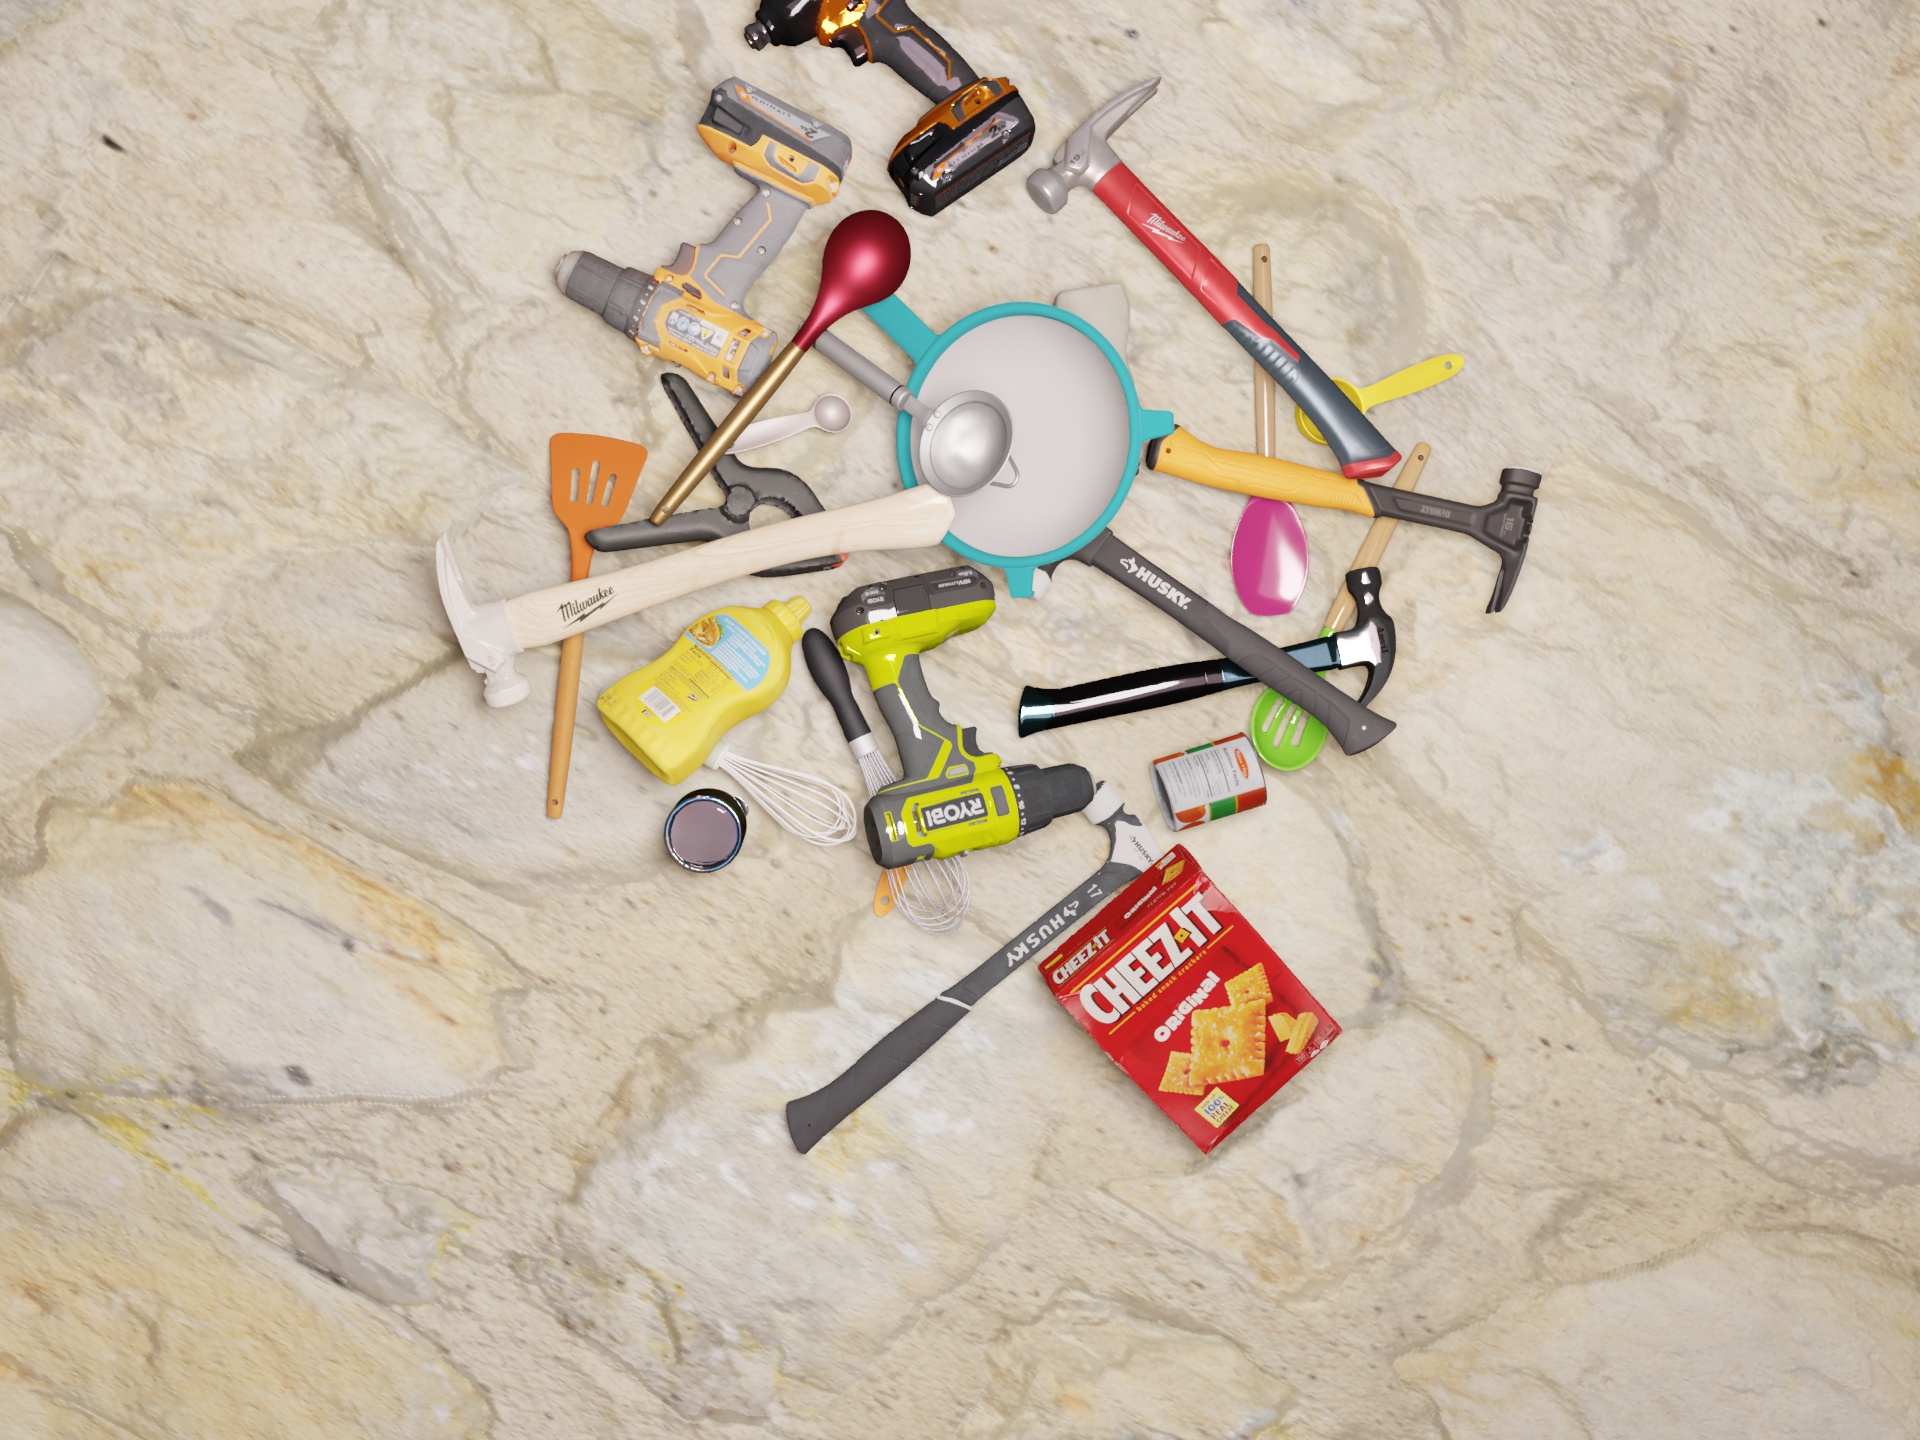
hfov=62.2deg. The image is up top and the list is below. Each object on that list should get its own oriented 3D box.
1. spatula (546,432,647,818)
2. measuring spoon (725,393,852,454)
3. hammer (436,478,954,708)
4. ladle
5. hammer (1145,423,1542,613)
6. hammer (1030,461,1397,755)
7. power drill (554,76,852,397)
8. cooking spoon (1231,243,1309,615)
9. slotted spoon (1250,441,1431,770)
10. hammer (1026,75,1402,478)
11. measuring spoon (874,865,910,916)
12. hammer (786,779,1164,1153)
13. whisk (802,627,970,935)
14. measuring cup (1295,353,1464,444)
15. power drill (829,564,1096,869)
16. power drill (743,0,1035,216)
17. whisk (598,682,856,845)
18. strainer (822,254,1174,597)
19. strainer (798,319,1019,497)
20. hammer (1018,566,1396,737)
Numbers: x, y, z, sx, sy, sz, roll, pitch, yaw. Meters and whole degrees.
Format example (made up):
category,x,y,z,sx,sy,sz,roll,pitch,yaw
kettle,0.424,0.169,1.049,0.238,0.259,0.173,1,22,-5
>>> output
category,x,y,z,sx,sy,sz,roll,pitch,yaw
spatula,-0.322,-0.078,1.334,0.081,0.041,0.322,7,97,-7
measuring spoon,-0.150,-0.243,1.329,0.124,0.018,0.034,-19,87,-17
hammer,-0.208,-0.132,1.274,0.410,0.038,0.146,-16,112,1
ladle,-0.148,-0.281,1.280,0.069,0.031,0.315,39,91,-14
hammer,0.322,-0.187,1.359,0.337,0.034,0.127,12,91,-3
hammer,0.217,-0.082,1.332,0.335,0.035,0.146,36,85,10
power drill,-0.208,-0.401,1.297,0.185,0.084,0.226,25,96,-6
cooking spoon,0.265,-0.250,1.378,0.068,0.017,0.319,-2,94,-3
slotted spoon,0.338,-0.101,1.390,0.070,0.031,0.314,26,89,-4
hammer,0.237,-0.359,1.331,0.143,0.038,0.386,-43,87,-3
measuring spoon,-0.049,0.115,1.378,0.021,0.011,0.117,22,95,2
hammer,0.014,0.235,1.378,0.409,0.036,0.149,-39,97,-1
whisk,-0.068,0.051,1.342,0.070,0.070,0.284,-26,87,-3
measuring cup,0.363,-0.285,1.382,0.156,0.029,0.062,-22,95,-6
power drill,-0.002,-0.004,1.308,0.190,0.080,0.228,-13,80,-15
power drill,-0.060,-0.534,1.302,0.164,0.084,0.226,-35,92,-2
whisk,-0.195,0.036,1.341,0.246,0.059,0.057,29,118,-2
strainer,0.017,-0.276,1.324,0.340,0.095,0.211,47,111,15
strainer,-0.040,-0.255,1.278,0.259,0.050,0.087,39,102,22
hammer,0.209,-0.038,1.362,0.331,0.033,0.128,-11,84,2
